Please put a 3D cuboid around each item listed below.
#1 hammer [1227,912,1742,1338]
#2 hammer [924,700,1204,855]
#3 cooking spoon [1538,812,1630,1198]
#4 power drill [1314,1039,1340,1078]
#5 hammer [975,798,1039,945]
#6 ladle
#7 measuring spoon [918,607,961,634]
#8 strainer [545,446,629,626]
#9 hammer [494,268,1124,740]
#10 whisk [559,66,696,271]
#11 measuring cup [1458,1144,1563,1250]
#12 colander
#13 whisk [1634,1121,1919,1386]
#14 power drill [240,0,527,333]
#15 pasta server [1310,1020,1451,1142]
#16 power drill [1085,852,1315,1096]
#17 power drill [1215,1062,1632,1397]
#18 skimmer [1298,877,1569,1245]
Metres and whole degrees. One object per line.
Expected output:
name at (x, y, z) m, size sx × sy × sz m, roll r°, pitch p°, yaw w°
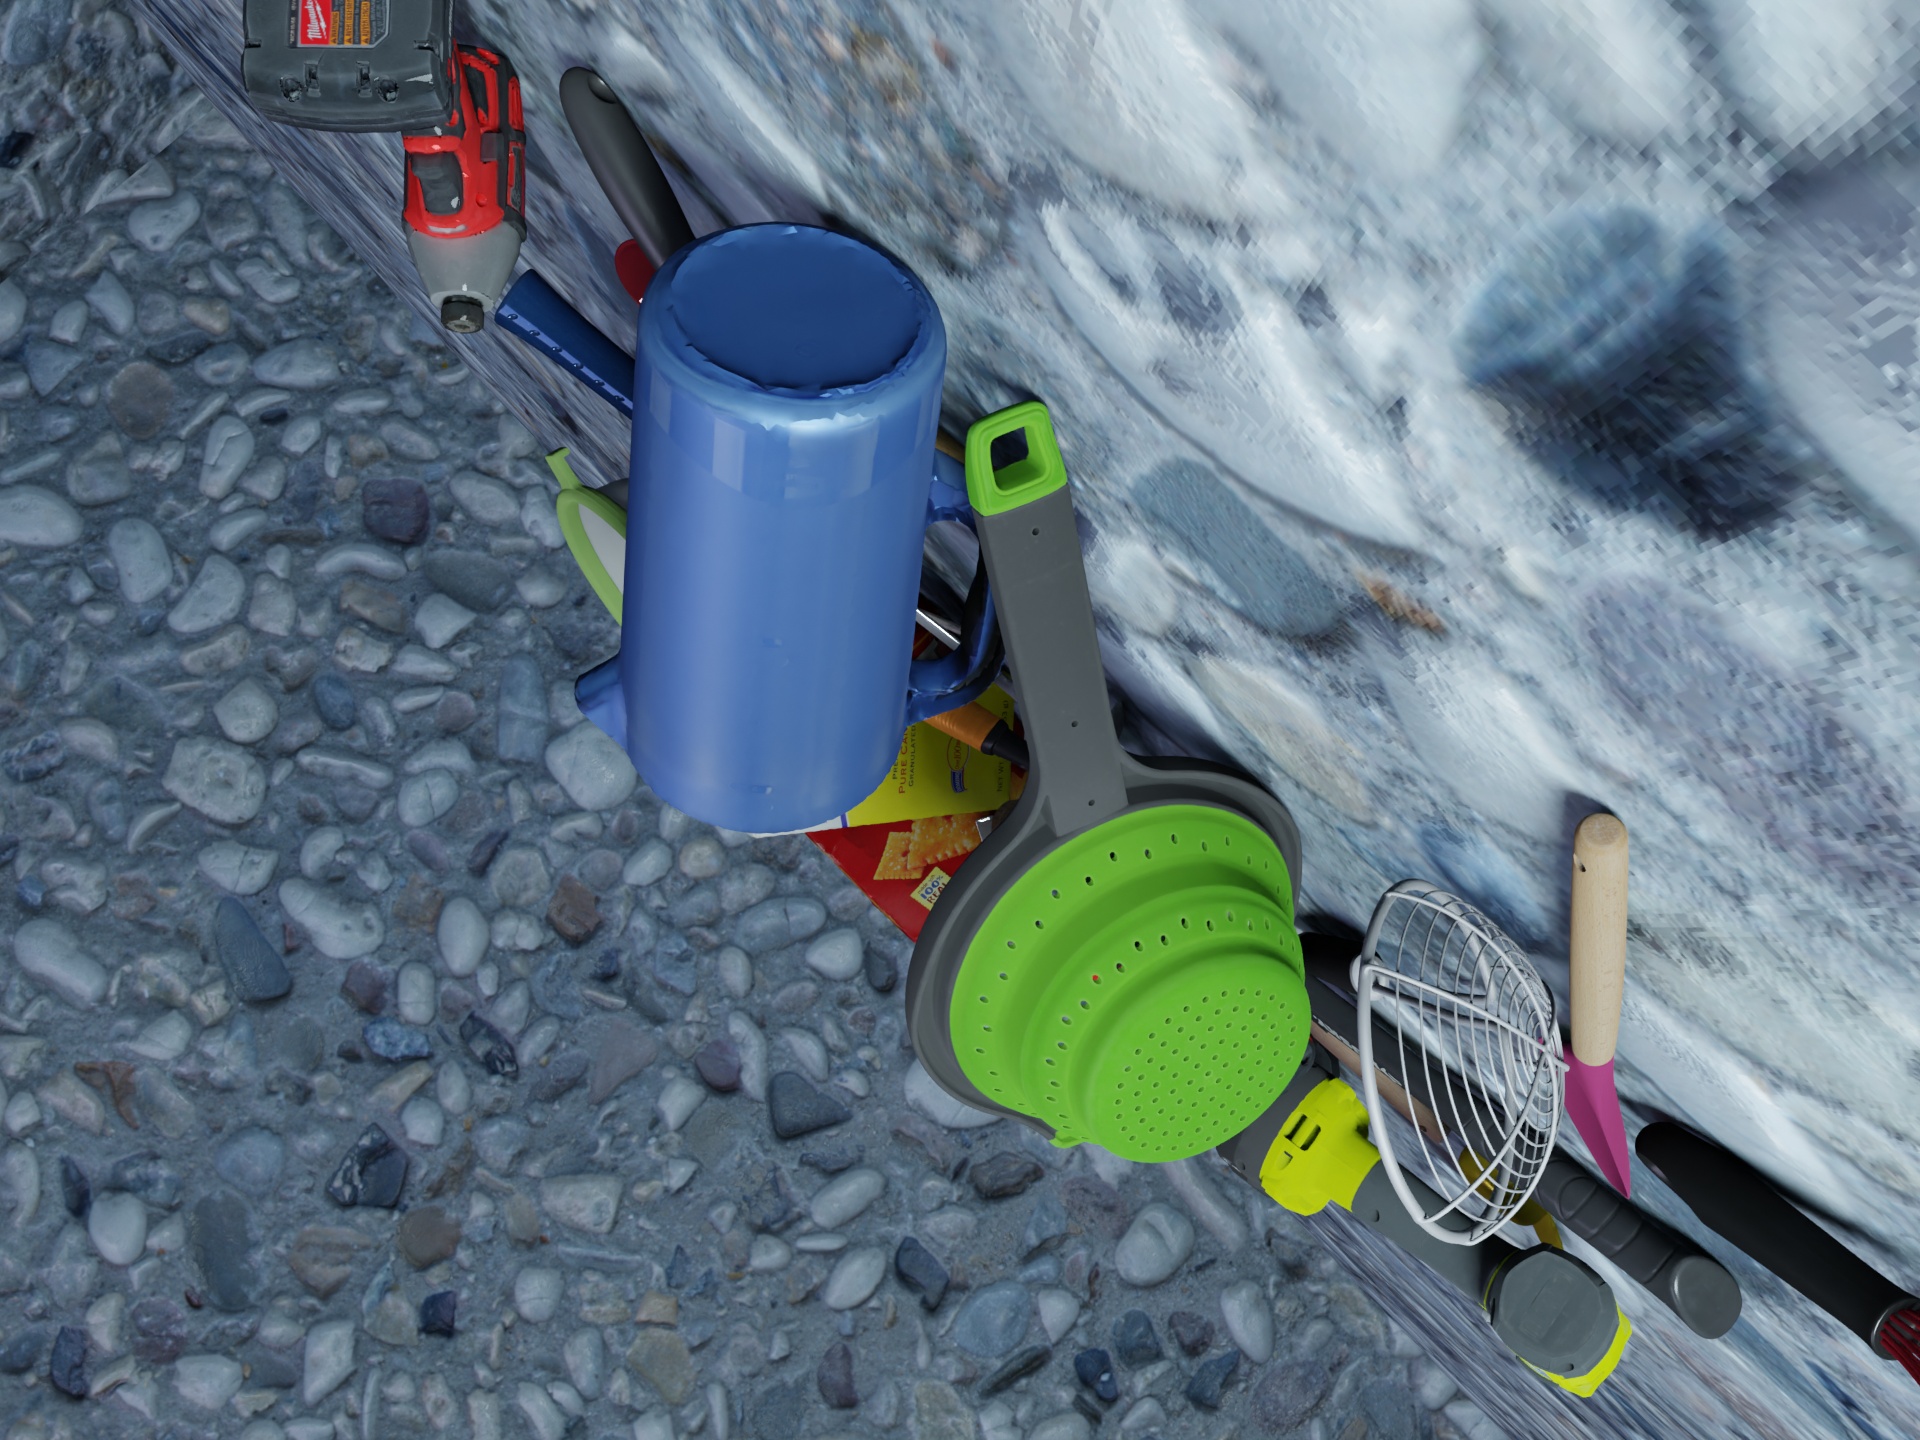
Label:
hammer at (0.267, 0.210, 0.861) m, size 0.335 × 0.035 × 0.146 m, roll 37°, pitch 168°, yaw 49°
hammer at (-0.001, -0.003, 0.854) m, size 0.337 × 0.034 × 0.127 m, roll 30°, pitch 172°, yaw 46°
cooking spoon at (0.231, 0.110, 0.577) m, size 0.318 × 0.017 × 0.069 m, roll 57°, pitch -172°, yaw -54°
power drill at (0.186, 0.221, 1.215) m, size 0.229 × 0.080 × 0.190 m, roll 41°, pitch 171°, yaw 18°
hammer at (0.034, 0.096, 0.940) m, size 0.331 × 0.031 × 0.130 m, roll 82°, pitch 176°, yaw -74°
ladle at (-0.070, -0.165, 0.756) m, size 0.316 × 0.031 × 0.069 m, roll 38°, pitch 164°, yaw 37°
measuring spoon at (-0.032, -0.075, 0.956) m, size 0.124 × 0.018 × 0.034 m, roll 23°, pitch 179°, yaw -24°
strainer at (-0.158, -0.062, 0.946) m, size 0.151 × 0.069 × 0.256 m, roll 44°, pitch 161°, yaw 16°
hammer at (-0.075, -0.100, 0.862) m, size 0.405 × 0.035 × 0.144 m, roll 38°, pitch 173°, yaw -11°
whisk at (-0.117, -0.185, 0.726) m, size 0.239 × 0.055 × 0.055 m, roll 61°, pitch 169°, yaw -12°
measuring cup at (0.335, 0.296, 0.952) m, size 0.062 × 0.029 × 0.156 m, roll 38°, pitch 167°, yaw 47°
colander at (0.069, 0.061, 0.655) m, size 0.095 × 0.204 × 0.396 m, roll 51°, pitch 161°, yaw 51°
whisk at (0.313, 0.204, 0.503) m, size 0.073 × 0.073 × 0.296 m, roll 49°, pitch 179°, yaw -20°
power drill at (-0.250, -0.279, 0.734) m, size 0.219 × 0.078 × 0.143 m, roll 111°, pitch 158°, yaw -82°
pasta server at (0.188, 0.166, 1.048) m, size 0.316 × 0.040 × 0.060 m, roll 42°, pitch 153°, yaw 21°
power drill at (0.112, 0.137, 0.932) m, size 0.188 × 0.080 × 0.226 m, roll 51°, pitch 173°, yaw 8°
power drill at (0.267, 0.291, 0.904) m, size 0.223 × 0.080 × 0.171 m, roll 32°, pitch 171°, yaw 35°
skimmer at (0.169, 0.125, 0.697) m, size 0.363 × 0.090 × 0.127 m, roll 131°, pitch 126°, yaw -87°
